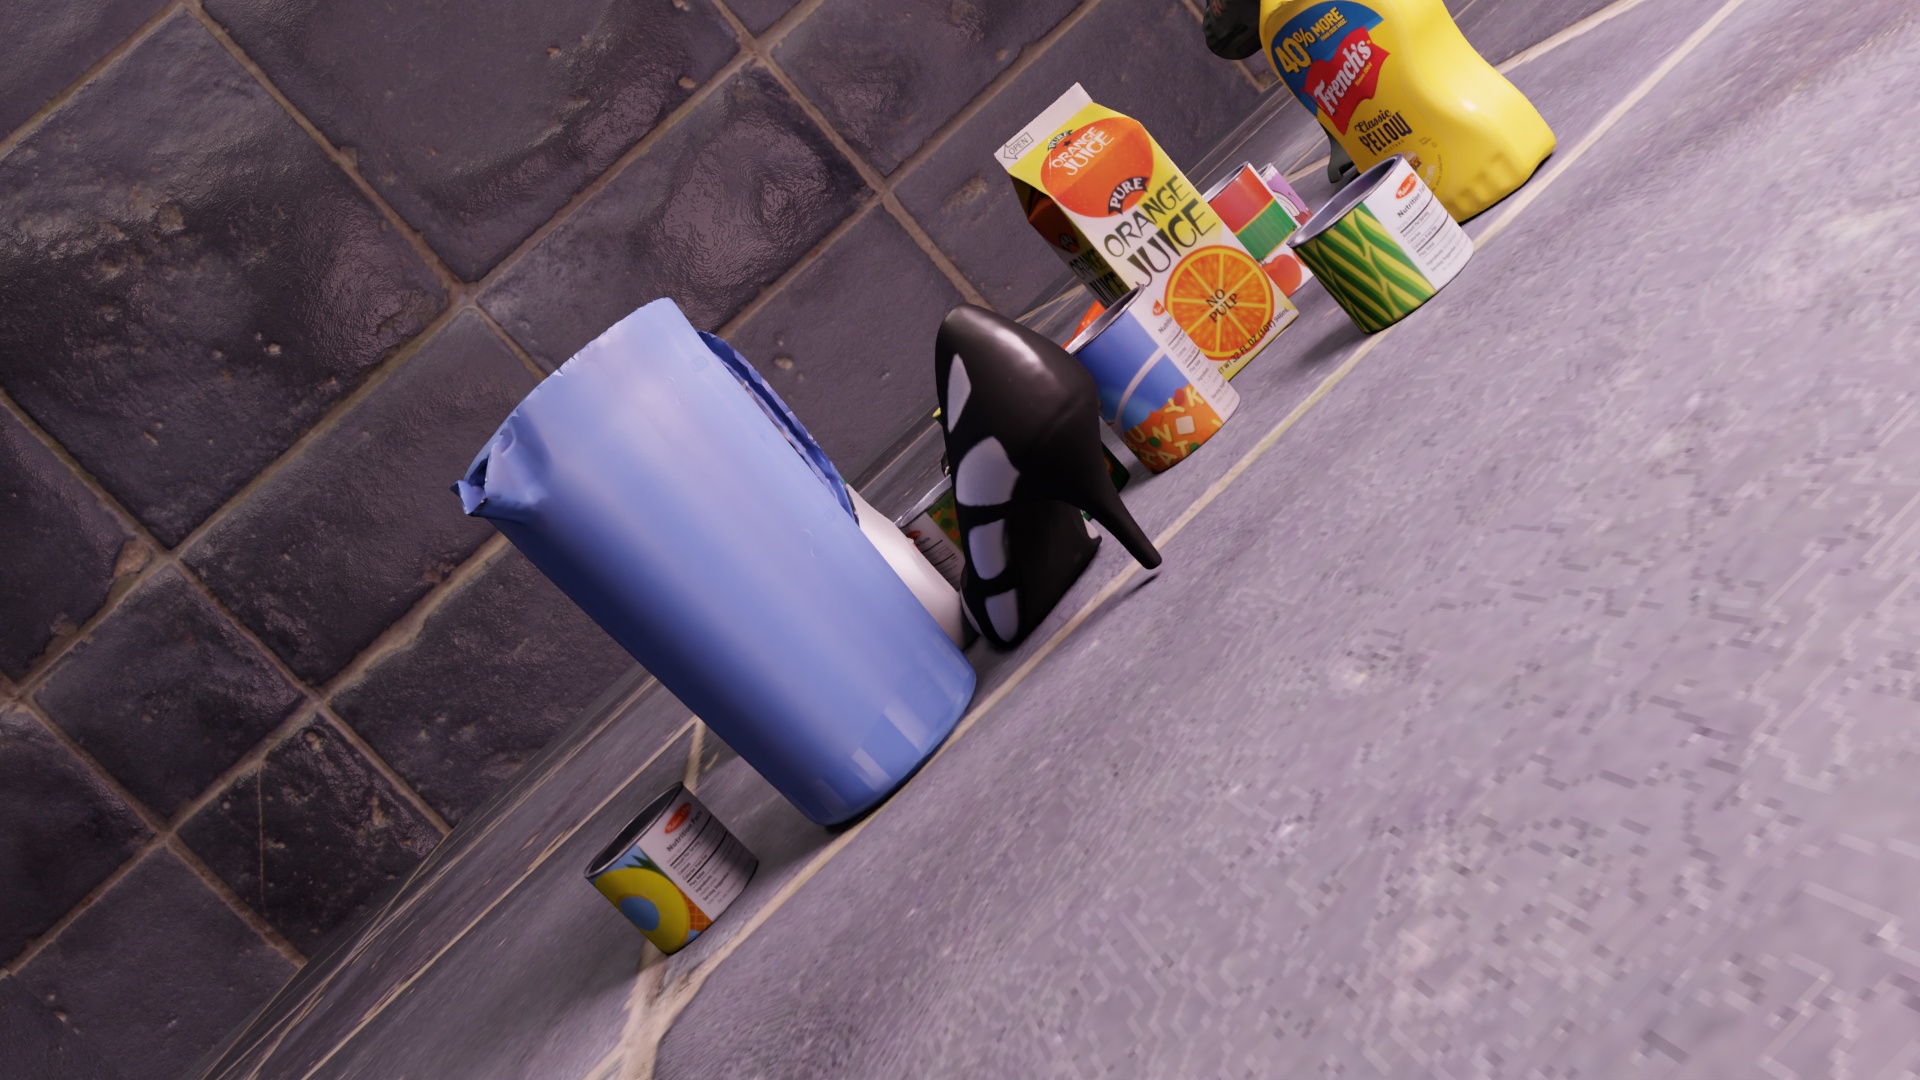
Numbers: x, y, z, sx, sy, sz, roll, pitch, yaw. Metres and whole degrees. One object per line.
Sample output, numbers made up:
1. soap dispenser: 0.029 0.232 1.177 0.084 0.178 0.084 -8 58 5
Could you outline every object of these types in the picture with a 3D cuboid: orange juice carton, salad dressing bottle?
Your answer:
1. orange juice carton: 0.109 -0.184 0.847 0.072 0.192 0.073 -43 8 -5
2. salad dressing bottle: -0.052 0.007 0.770 0.044 0.147 0.064 -44 8 -10

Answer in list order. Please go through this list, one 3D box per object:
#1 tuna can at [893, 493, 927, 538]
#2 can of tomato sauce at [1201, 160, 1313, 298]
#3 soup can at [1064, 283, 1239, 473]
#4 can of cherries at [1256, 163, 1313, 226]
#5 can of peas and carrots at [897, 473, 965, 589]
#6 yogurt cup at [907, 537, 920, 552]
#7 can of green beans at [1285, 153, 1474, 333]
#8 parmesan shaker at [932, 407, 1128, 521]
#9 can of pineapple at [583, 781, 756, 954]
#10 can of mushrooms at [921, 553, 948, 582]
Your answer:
1. tuna can: -0.035 -0.009 1.178 0.071 0.033 0.071 -41 8 7
2. can of tomato sauce: 0.190 -0.197 0.923 0.071 0.083 0.071 -41 8 7
3. soup can: 0.101 -0.087 0.768 0.071 0.083 0.071 -41 8 7
4. can of cherries: 0.231 -0.245 1.067 0.071 0.058 0.071 -41 8 7
5. can of peas and carrots: 0.003 -0.012 0.921 0.071 0.058 0.071 -41 8 7
6. yogurt cup: -0.039 0.040 0.872 0.072 0.054 0.072 -41 8 7
7. can of green beans: 0.203 -0.142 0.669 0.071 0.058 0.071 -41 8 7
8. parmesan shaker: 0.044 -0.058 0.817 0.071 0.103 0.071 -41 8 7
9. can of pineapple: -0.148 0.167 0.707 0.071 0.058 0.071 -41 8 7
10. can of mushrooms: -0.025 0.017 0.995 0.071 0.033 0.071 -41 8 7
